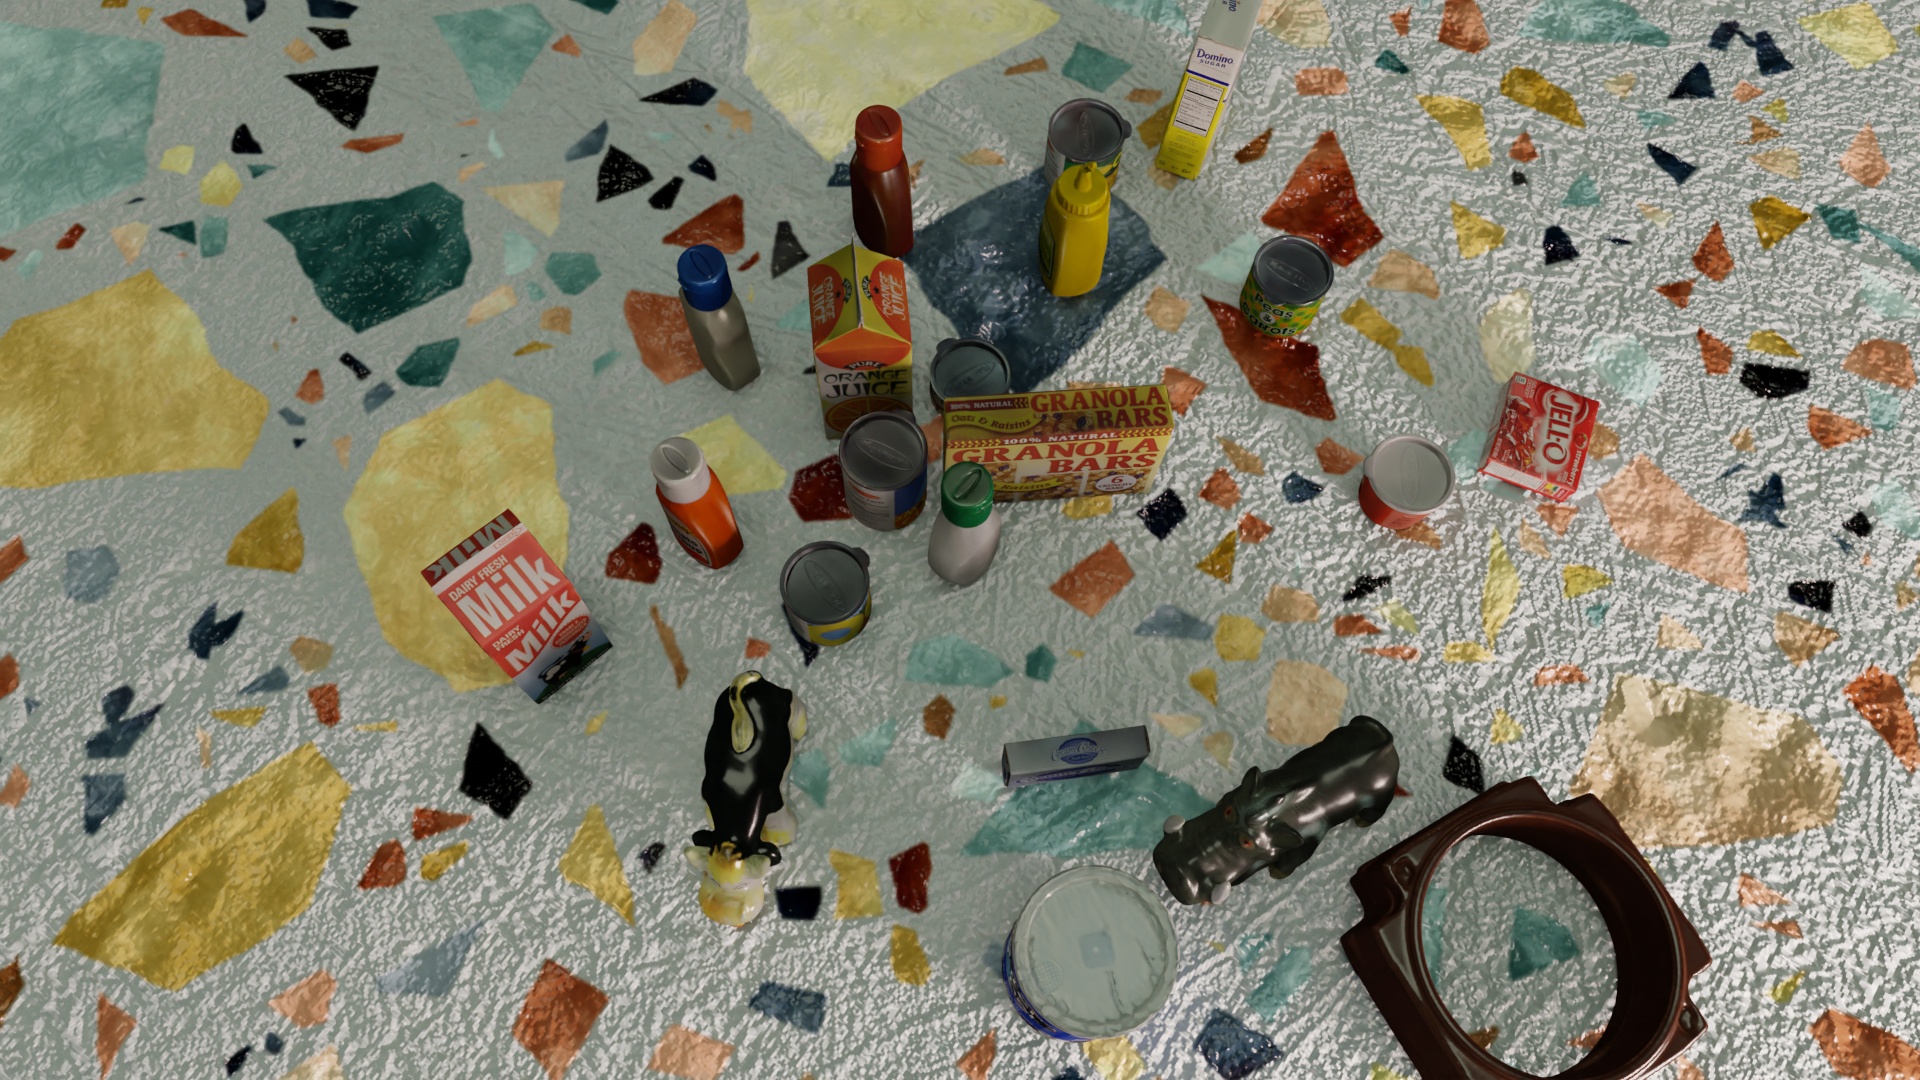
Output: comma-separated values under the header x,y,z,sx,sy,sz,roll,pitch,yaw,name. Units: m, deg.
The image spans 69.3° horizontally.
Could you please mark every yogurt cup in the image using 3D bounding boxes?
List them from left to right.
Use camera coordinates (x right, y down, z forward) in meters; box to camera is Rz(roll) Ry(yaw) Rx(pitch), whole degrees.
x,y,z,sx,sy,sz,roll,pitch,yaw,name
0.347,-0.043,1.092,0.072,0.053,0.072,1,69,-1,yogurt cup

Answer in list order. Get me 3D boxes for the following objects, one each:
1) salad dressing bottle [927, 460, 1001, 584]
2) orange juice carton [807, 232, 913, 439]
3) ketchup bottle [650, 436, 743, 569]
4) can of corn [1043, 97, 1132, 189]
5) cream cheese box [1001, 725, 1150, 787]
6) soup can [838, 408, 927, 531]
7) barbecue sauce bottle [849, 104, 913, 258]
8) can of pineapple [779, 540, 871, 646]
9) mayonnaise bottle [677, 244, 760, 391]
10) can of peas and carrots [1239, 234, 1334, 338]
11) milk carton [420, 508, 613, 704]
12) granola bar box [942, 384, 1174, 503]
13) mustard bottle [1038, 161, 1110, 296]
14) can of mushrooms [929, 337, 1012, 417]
x,y,z,sx,sy,sz,roll,pitch,yaw,name
0.004,-0.013,1.020,0.044,0.147,0.064,38,73,12,salad dressing bottle
-0.074,-0.150,1.048,0.073,0.192,0.072,-5,69,-3,orange juice carton
-0.196,-0.030,1.020,0.065,0.148,0.044,43,74,14,ketchup bottle
0.109,-0.337,1.199,0.071,0.058,0.071,1,69,-1,can of corn
0.082,0.157,1.006,0.104,0.053,0.024,-7,69,-4,cream cheese box
-0.057,-0.054,1.069,0.071,0.083,0.071,1,69,-1,soup can
-0.065,-0.292,1.128,0.044,0.148,0.065,-30,73,-12,barbecue sauce bottle
-0.098,0.040,1.044,0.071,0.057,0.071,1,69,-1,can of pineapple
-0.190,-0.174,1.078,0.041,0.147,0.065,-34,74,-13,mayonnaise bottle
0.268,-0.208,1.152,0.071,0.058,0.071,1,69,-1,can of peas and carrots
-0.309,0.043,0.966,0.072,0.190,0.073,-40,75,-15,milk carton
0.069,-0.072,1.058,0.166,0.123,0.039,-4,69,-3,granola bar box
0.092,-0.257,1.112,0.049,0.159,0.065,-10,70,-5,mustard bottle
0.006,-0.130,1.127,0.071,0.033,0.071,1,69,-1,can of mushrooms
